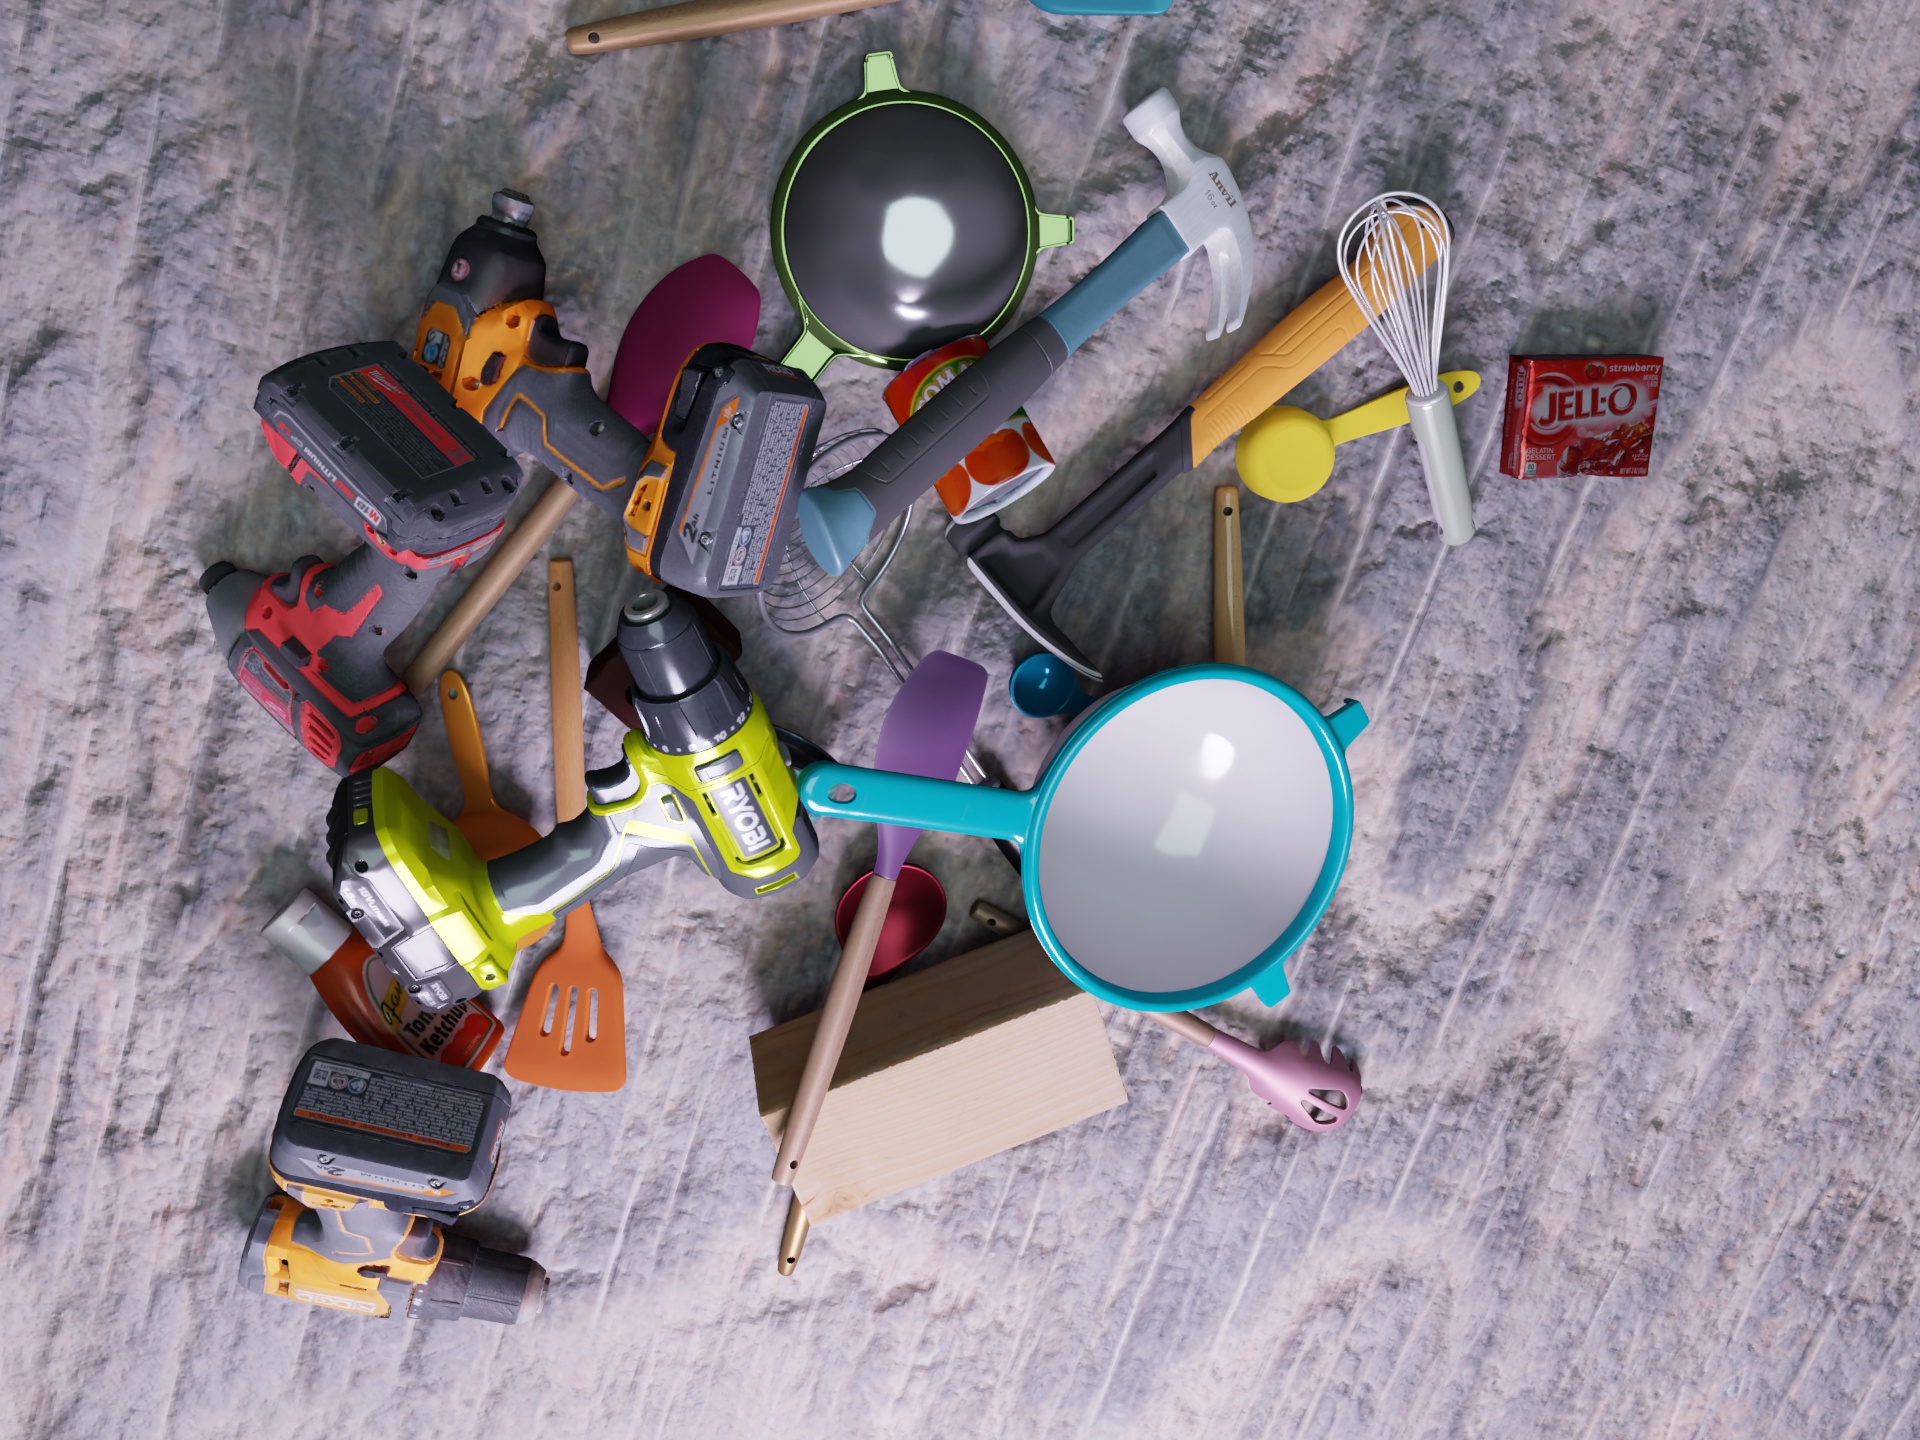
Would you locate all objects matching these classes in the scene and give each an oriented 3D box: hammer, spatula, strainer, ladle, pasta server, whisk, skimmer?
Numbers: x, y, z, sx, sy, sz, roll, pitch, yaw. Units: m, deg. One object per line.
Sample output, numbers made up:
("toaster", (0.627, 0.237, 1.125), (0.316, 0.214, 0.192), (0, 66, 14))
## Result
("hammer", (0.155, -0.173, 0.918), (0.337, 0.034, 0.127), (-42, 78, 1))
("spatula", (-0.235, 0.065, 0.946), (0.081, 0.041, 0.322), (5, 106, 12))
("strainer", (-0.060, -0.223, 0.867), (0.151, 0.069, 0.256), (38, 97, -18))
("spatula", (-0.050, -0.385, 0.832), (0.317, 0.044, 0.082), (-12, 112, -4))
("strainer", (0.061, 0.050, 0.925), (0.340, 0.095, 0.211), (9, 102, -21))
("hammer", (0.037, -0.195, 0.840), (0.331, 0.033, 0.128), (-44, 105, -20))
("spatula", (-0.053, 0.112, 0.903), (0.059, 0.018, 0.316), (18, 90, -34))
("ladle", (-0.076, 0.228, 1.031), (0.069, 0.031, 0.315), (12, 107, -14))
("pasta server", (0.141, 0.195, 1.057), (0.316, 0.040, 0.060), (30, 101, -12))
("whisk", (0.264, -0.193, 0.909), (0.059, 0.058, 0.246), (-16, 132, 14))
("skimmer", (-0.001, -0.003, 0.936), (0.127, 0.090, 0.363), (-44, 113, -24))

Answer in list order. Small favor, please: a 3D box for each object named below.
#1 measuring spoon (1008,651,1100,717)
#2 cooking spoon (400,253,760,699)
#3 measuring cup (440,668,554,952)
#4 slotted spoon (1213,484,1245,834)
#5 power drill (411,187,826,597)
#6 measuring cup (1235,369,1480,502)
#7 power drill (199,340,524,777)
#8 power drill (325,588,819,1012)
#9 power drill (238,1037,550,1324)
("measuring spoon", (0.083, -0.007, 0.990), (0.128, 0.021, 0.042), (26, 101, -25))
("cooking spoon", (-0.223, -0.127, 0.893), (0.069, 0.017, 0.319), (42, 101, 5))
("measuring cup", (-0.290, 0.059, 0.920), (0.095, 0.052, 0.173), (-5, 101, 15))
("slotted spoon", (0.172, 0.009, 1.001), (0.070, 0.031, 0.313), (-4, 106, 3))
("power drill", (-0.187, -0.169, 0.817), (0.226, 0.084, 0.164), (24, 105, 21))
("measuring cup", (0.242, -0.176, 0.950), (0.156, 0.029, 0.062), (-21, 109, 1))
("power drill", (-0.324, -0.082, 0.826), (0.143, 0.078, 0.219), (44, 129, 6))
("power drill", (-0.203, 0.043, 0.828), (0.228, 0.080, 0.190), (-23, 130, -4))
("power drill", (-0.325, 0.293, 0.949), (0.185, 0.084, 0.226), (17, 133, -12))
